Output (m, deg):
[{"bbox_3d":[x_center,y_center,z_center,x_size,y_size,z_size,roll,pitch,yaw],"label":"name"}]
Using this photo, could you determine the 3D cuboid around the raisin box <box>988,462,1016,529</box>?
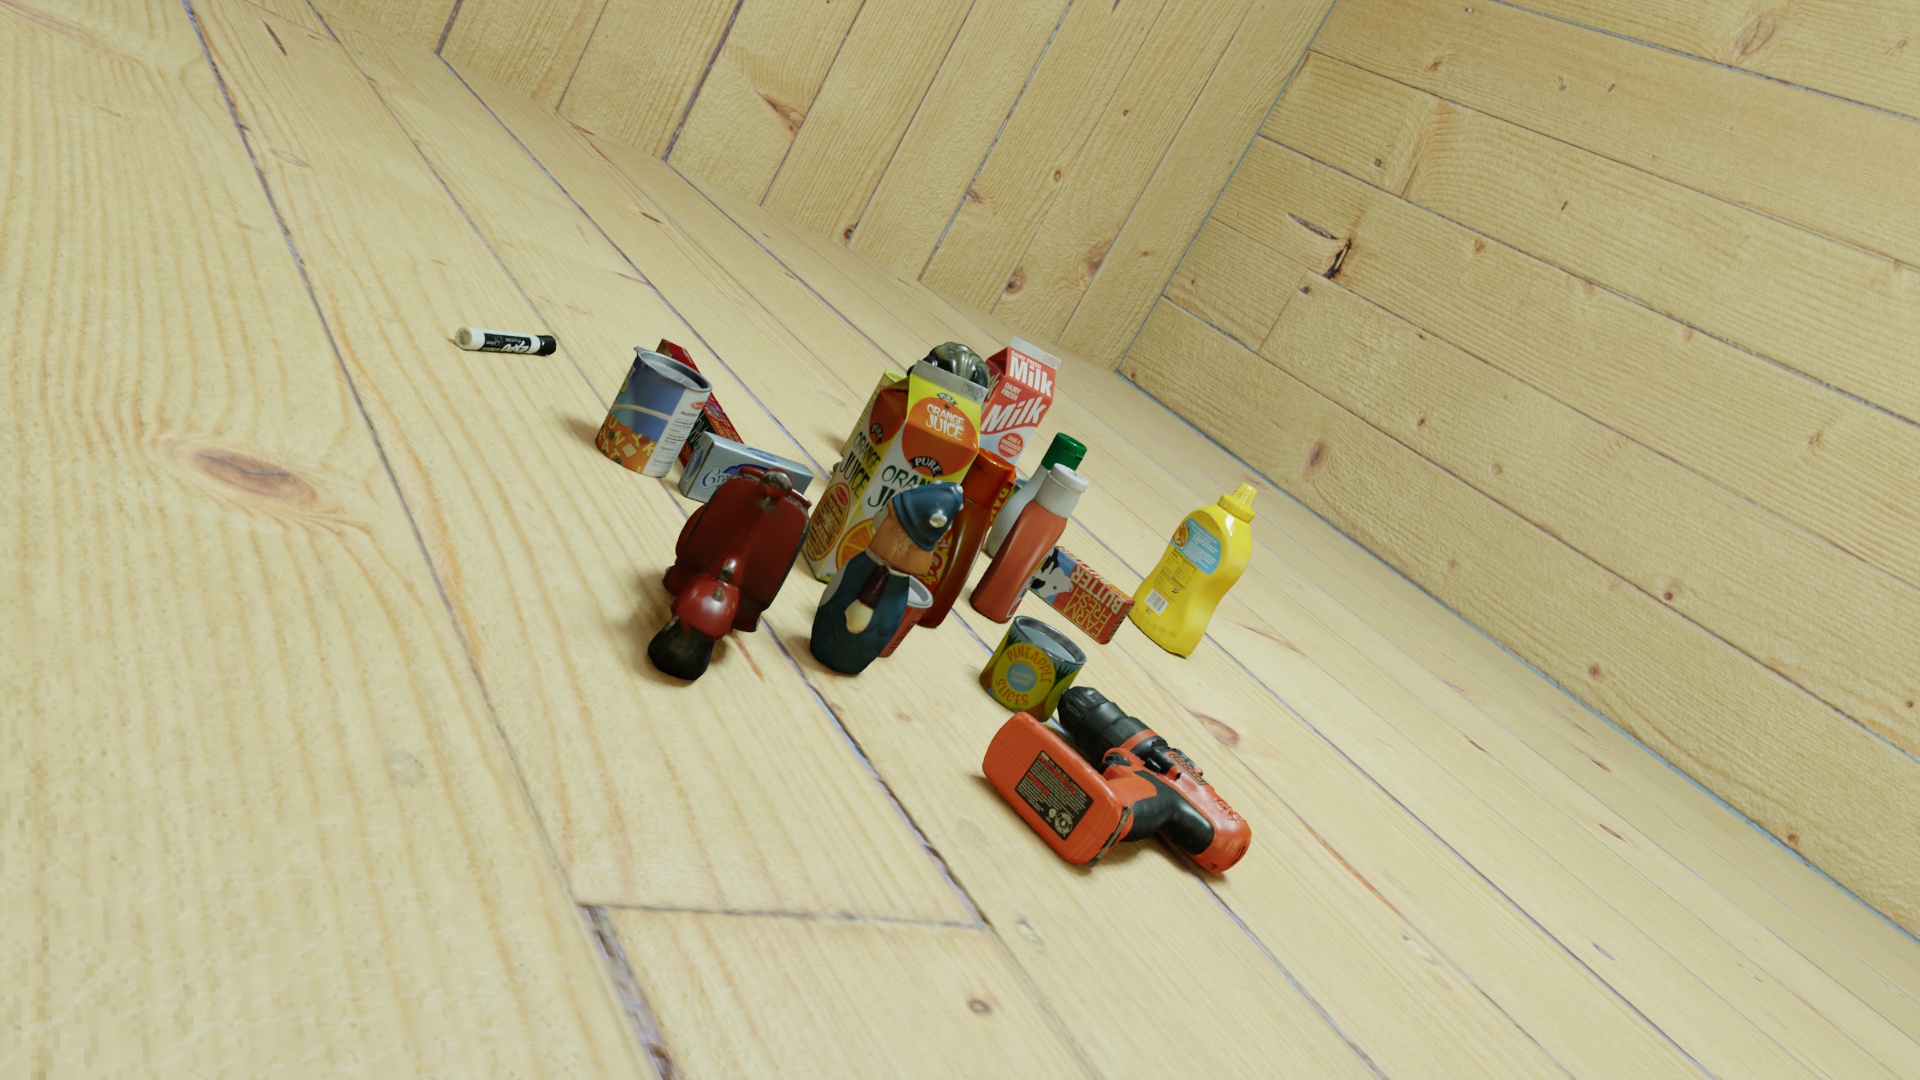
[{"bbox_3d":[0.004,-0.016,1.256,0.040,0.123,0.086,29,14,-4],"label":"raisin box"}]

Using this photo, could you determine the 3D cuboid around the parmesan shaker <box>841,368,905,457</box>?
[{"bbox_3d":[-0.079,-0.125,1.506,0.071,0.103,0.071,28,14,-8],"label":"parmesan shaker"}]

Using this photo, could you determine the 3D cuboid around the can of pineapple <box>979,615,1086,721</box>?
[{"bbox_3d":[0.056,0.101,1.092,0.071,0.057,0.071,28,14,-8],"label":"can of pineapple"}]

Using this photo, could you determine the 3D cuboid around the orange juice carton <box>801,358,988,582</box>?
[{"bbox_3d":[-0.052,-0.052,1.128,0.072,0.192,0.073,22,16,-30],"label":"orange juice carton"}]

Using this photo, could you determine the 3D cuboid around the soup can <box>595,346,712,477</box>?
[{"bbox_3d":[-0.252,-0.105,1.131,0.071,0.083,0.071,28,14,-8],"label":"soup can"}]

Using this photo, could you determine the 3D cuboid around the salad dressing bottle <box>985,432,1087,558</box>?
[{"bbox_3d":[0.081,-0.041,1.445,0.064,0.147,0.044,15,20,-47],"label":"salad dressing bottle"}]

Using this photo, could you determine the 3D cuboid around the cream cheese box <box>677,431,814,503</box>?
[{"bbox_3d":[-0.177,-0.050,1.153,0.104,0.053,0.024,18,18,-39],"label":"cream cheese box"}]

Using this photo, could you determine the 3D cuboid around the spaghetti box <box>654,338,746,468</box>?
[{"bbox_3d":[-0.244,-0.115,1.252,0.028,0.050,0.251,21,17,-32],"label":"spaghetti box"}]

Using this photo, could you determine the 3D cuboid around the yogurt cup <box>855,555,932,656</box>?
[{"bbox_3d":[-0.062,0.050,1.038,0.072,0.053,0.072,28,14,-8],"label":"yogurt cup"}]

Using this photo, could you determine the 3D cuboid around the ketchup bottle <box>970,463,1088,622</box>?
[{"bbox_3d":[0.063,0.001,1.262,0.043,0.148,0.065,31,14,3],"label":"ketchup bottle"}]

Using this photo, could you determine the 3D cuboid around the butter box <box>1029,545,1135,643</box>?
[{"bbox_3d":[0.121,0.054,1.392,0.104,0.053,0.024,38,15,28],"label":"butter box"}]

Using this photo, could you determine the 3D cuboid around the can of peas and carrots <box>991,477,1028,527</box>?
[{"bbox_3d":[0.073,-0.032,1.580,0.071,0.058,0.071,28,14,-8],"label":"can of peas and carrots"}]

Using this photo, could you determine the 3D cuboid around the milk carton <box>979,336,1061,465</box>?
[{"bbox_3d":[0.044,-0.145,1.639,0.072,0.190,0.074,24,15,-25],"label":"milk carton"}]

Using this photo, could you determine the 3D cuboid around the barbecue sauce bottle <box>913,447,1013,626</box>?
[{"bbox_3d":[-0.007,-0.005,1.144,0.044,0.148,0.065,13,21,-50],"label":"barbecue sauce bottle"}]
